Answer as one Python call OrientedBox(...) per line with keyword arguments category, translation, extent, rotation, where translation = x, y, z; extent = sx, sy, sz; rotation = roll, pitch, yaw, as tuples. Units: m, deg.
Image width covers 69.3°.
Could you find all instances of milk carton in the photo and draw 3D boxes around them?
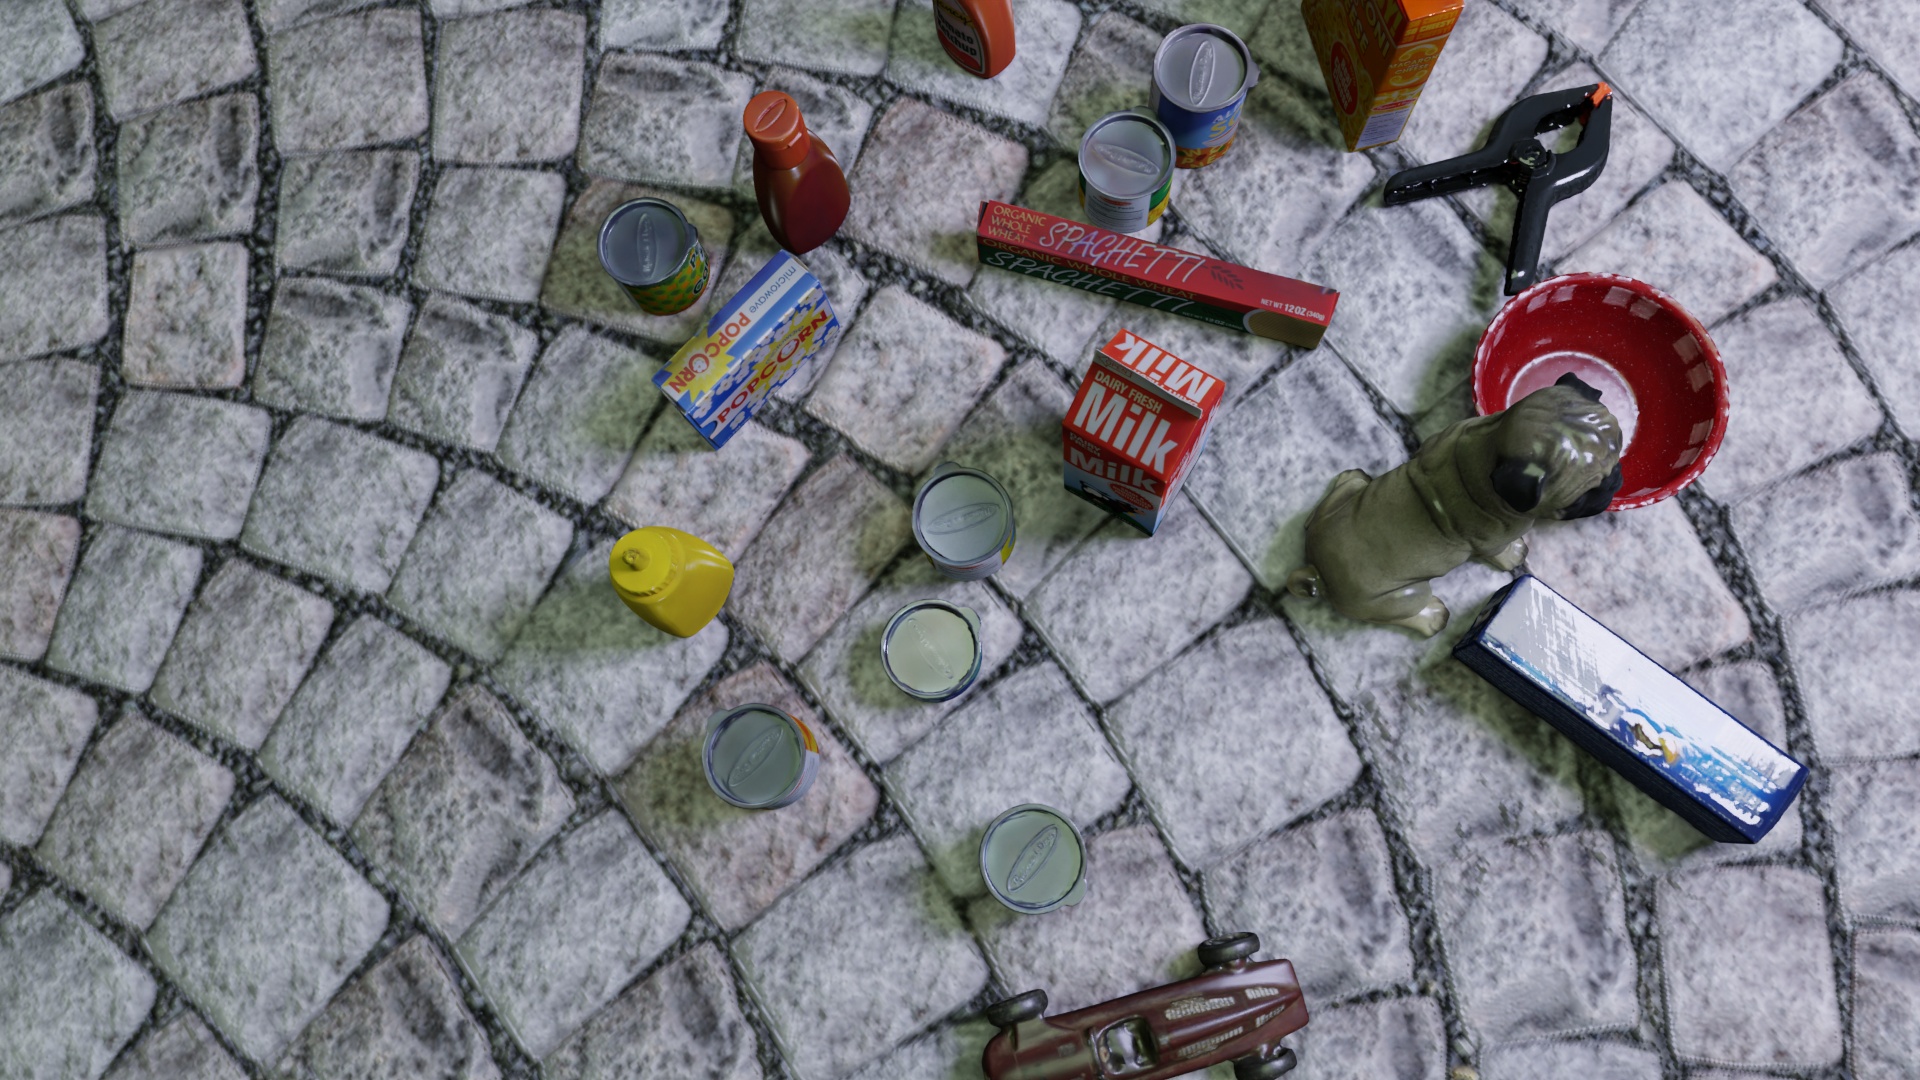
OrientedBox(category="milk carton", translation=(0.111, -0.069, 0.860), extent=(0.072, 0.190, 0.073), rotation=(30, 82, 10))

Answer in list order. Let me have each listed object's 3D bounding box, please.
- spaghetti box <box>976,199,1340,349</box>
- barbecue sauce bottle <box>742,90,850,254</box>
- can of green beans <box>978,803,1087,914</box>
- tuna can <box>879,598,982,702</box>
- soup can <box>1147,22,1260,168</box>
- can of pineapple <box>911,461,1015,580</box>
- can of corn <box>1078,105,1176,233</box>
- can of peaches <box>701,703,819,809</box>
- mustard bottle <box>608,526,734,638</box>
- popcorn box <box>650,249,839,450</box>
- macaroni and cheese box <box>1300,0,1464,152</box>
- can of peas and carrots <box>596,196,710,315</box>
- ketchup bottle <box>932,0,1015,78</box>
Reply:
OrientedBox(category="spaghetti box", translation=(0.131, -0.183, 0.956), extent=(0.250, 0.050, 0.029), rotation=(16, 79, 7))
OrientedBox(category="barbecue sauce bottle", translation=(-0.113, -0.249, 0.937), extent=(0.044, 0.148, 0.065), rotation=(41, 83, 11))
OrientedBox(category="can of green beans", translation=(0.046, 0.199, 0.872), extent=(0.071, 0.057, 0.071), rotation=(-1, 78, 4))
OrientedBox(category="tuna can", translation=(-0.017, 0.072, 0.918), extent=(0.071, 0.032, 0.071), rotation=(-1, 77, 4))
OrientedBox(category="soup can", translation=(0.166, -0.306, 0.964), extent=(0.071, 0.083, 0.071), rotation=(-1, 78, 4))
OrientedBox(category="can of pineapple", translation=(0.003, -0.012, 0.922), extent=(0.071, 0.057, 0.071), rotation=(-1, 78, 4))
OrientedBox(category="can of corn", translation=(0.116, -0.258, 0.970), extent=(0.071, 0.058, 0.071), rotation=(-1, 78, 4))
OrientedBox(category="can of peaches", translation=(-0.129, 0.139, 0.897), extent=(0.071, 0.058, 0.071), rotation=(-1, 78, 4))
OrientedBox(category="mustard bottle", translation=(-0.187, 0.021, 0.875), extent=(0.049, 0.160, 0.065), rotation=(31, 82, 10))
OrientedBox(category="popcorn box", translation=(-0.143, -0.128, 0.944), extent=(0.038, 0.085, 0.127), rotation=(42, 83, 11))
OrientedBox(category="macaroni and cheese box", translation=(0.275, -0.355, 0.926), extent=(0.040, 0.166, 0.124), rotation=(-14, 77, 1))
OrientedBox(category="can of peas and carrots", translation=(-0.213, -0.200, 0.979), extent=(0.071, 0.058, 0.071), rotation=(-1, 78, 4))
OrientedBox(category="ketchup bottle", translation=(0.007, -0.382, 0.959), extent=(0.043, 0.148, 0.065), rotation=(-45, 79, -6))
